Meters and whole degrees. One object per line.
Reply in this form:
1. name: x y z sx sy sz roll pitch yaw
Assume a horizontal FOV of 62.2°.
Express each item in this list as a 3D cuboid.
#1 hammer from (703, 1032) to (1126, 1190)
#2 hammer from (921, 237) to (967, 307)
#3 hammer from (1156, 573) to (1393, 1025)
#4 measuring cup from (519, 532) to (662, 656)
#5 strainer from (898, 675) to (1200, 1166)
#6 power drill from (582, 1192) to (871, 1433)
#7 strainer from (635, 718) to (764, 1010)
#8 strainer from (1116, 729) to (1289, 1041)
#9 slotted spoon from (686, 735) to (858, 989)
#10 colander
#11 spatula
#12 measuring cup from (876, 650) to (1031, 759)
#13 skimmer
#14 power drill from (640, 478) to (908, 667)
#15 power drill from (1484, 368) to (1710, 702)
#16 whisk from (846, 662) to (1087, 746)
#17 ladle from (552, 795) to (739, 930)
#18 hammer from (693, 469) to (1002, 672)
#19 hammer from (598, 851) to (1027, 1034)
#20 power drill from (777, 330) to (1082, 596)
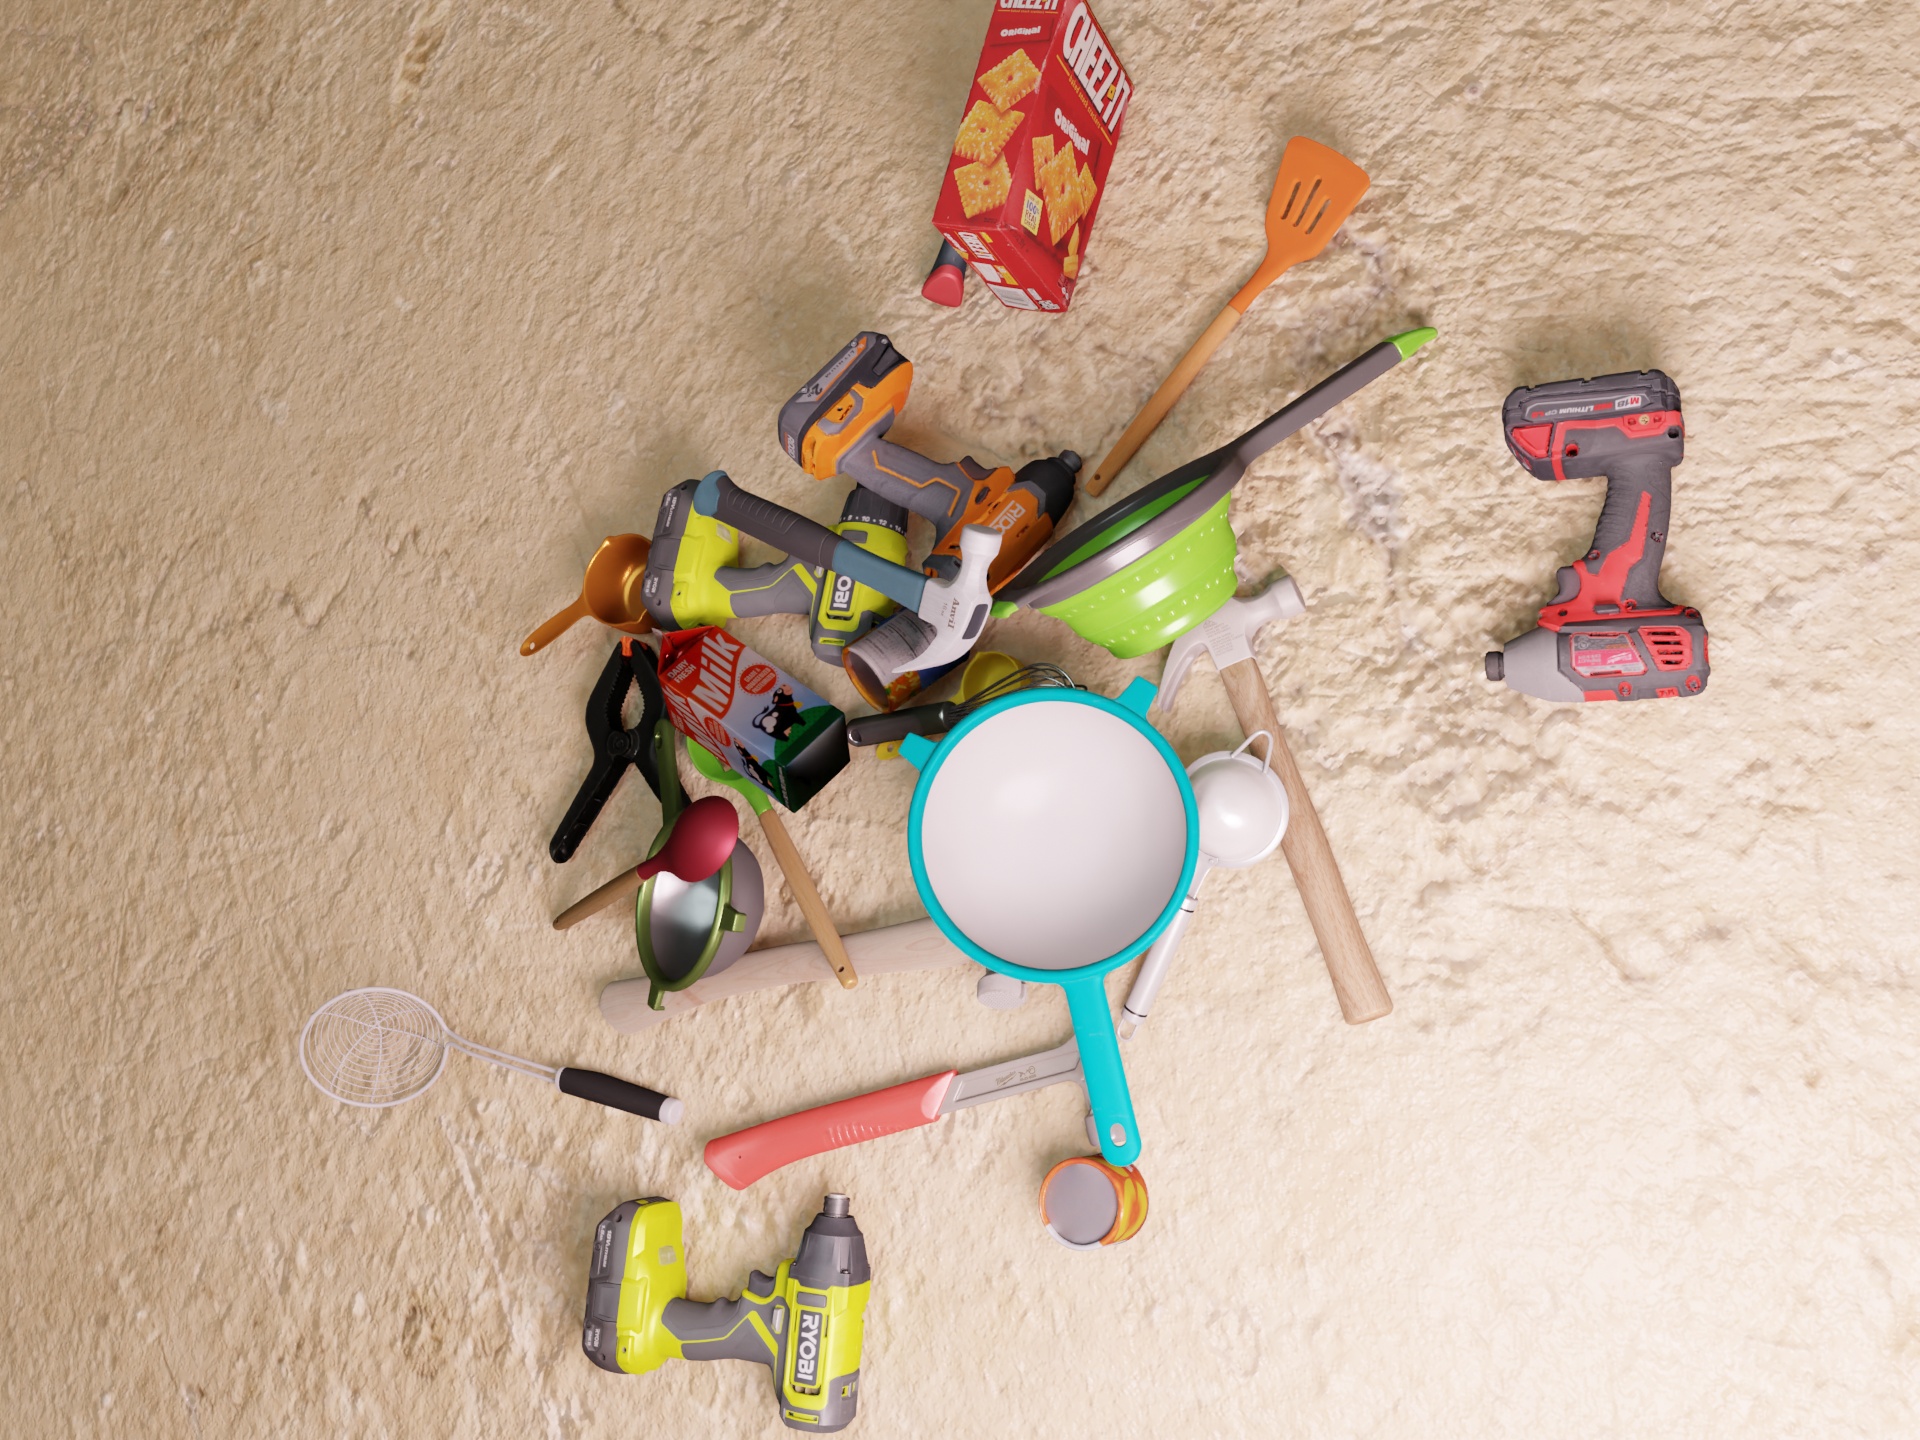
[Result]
1. hammer: -0.046 0.295 1.255 0.359 0.036 0.149 -20 71 20
2. hammer: 0.035 -0.553 1.389 0.038 0.143 0.386 16 97 -10
3. hammer: 0.240 0.062 1.173 0.130 0.031 0.331 -24 70 19
4. measuring cup: -0.330 -0.102 1.474 0.173 0.052 0.095 -32 67 18
5. strainer: 0.086 0.147 1.161 0.211 0.095 0.340 -14 81 11
6. power drill: -0.180 0.454 1.264 0.223 0.080 0.171 1 80 22
7. strainer: -0.216 0.108 1.341 0.151 0.069 0.257 -45 45 36
8. strainer: 0.169 0.126 1.168 0.087 0.050 0.258 26 105 19
9. slotted spoon: -0.154 0.099 1.326 0.070 0.031 0.314 -36 54 5
10. colander: 0.209 -0.157 1.203 0.397 0.204 0.094 -34 100 -1
11. spatula: 0.200 -0.313 1.273 0.081 0.041 0.322 42 99 26
12. measuring cup: -0.006 -0.004 1.316 0.156 0.029 0.062 -31 67 29
13. skimmer: -0.416 0.317 1.397 0.363 0.090 0.127 9 114 25
14. power drill: -0.152 -0.149 1.385 0.228 0.080 0.191 6 79 24
15. power drill: 0.434 -0.120 1.100 0.143 0.078 0.220 -4 80 25
16. whisk: -0.002 -0.004 1.267 0.246 0.059 0.057 -10 106 40
17. ladle: -0.275 0.132 1.333 0.315 0.031 0.069 -30 53 47
18. hammer: -0.103 -0.136 1.266 0.331 0.033 0.128 28 113 37
19. hammer: -0.128 0.191 1.309 0.410 0.038 0.146 -14 54 26
20. power drill: -0.019 -0.213 1.302 0.226 0.084 0.164 41 74 8
